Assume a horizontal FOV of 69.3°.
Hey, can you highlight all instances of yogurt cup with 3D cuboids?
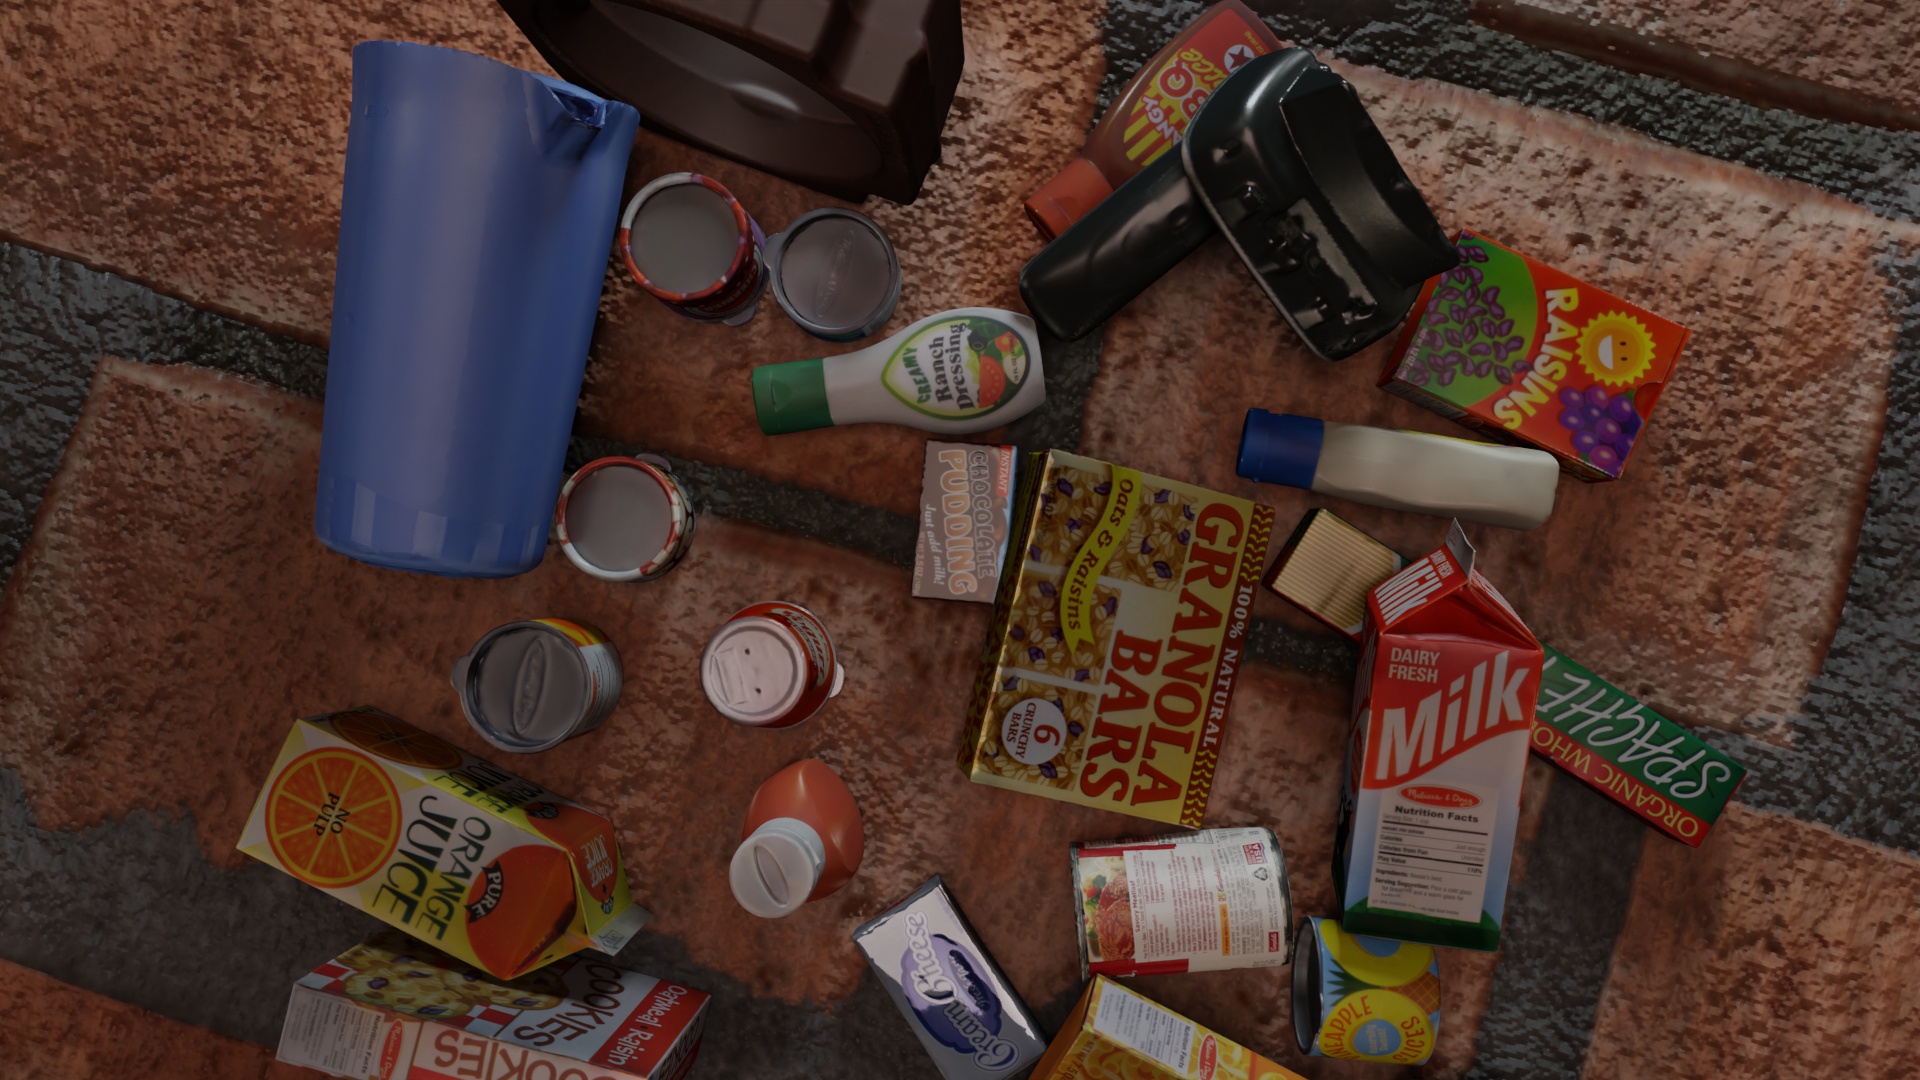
[{"bbox_3d":[-0.100,0.065,0.709,0.072,0.054,0.072,0,88,4],"label":"yogurt cup"}]

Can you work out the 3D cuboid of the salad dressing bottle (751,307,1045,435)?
[{"bbox_3d":[-0.032,-0.082,0.716,0.148,0.044,0.064,-9,89,3],"label":"salad dressing bottle"}]

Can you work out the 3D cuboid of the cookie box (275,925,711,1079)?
[{"bbox_3d":[-0.217,0.235,0.674,0.167,0.123,0.040,14,90,3],"label":"cookie box"}]

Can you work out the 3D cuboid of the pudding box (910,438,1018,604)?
[{"bbox_3d":[0.003,-0.009,0.719,0.050,0.030,0.083,6,88,2],"label":"pudding box"}]

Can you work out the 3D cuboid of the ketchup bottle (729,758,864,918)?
[{"bbox_3d":[-0.077,0.143,0.658,0.043,0.149,0.064,-26,87,1],"label":"ketchup bottle"}]

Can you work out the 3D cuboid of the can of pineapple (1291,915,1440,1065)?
[{"bbox_3d":[0.198,0.222,0.682,0.058,0.071,0.071,4,88,3],"label":"can of pineapple"}]

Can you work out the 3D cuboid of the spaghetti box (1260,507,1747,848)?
[{"bbox_3d":[0.274,0.068,0.704,0.250,0.028,0.050,32,91,4],"label":"spaghetti box"}]

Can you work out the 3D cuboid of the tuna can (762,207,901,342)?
[{"bbox_3d":[-0.067,-0.138,0.726,0.071,0.033,0.071,0,88,3],"label":"tuna can"}]

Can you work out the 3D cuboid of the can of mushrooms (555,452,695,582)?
[{"bbox_3d":[-0.175,-0.013,0.726,0.071,0.033,0.071,0,88,4],"label":"can of mushrooms"}]

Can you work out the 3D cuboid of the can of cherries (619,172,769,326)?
[{"bbox_3d":[-0.134,-0.148,0.717,0.071,0.058,0.071,0,88,3],"label":"can of cherries"}]

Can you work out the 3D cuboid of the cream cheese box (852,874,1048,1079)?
[{"bbox_3d":[-0.005,0.230,0.713,0.053,0.024,0.104,-34,87,2],"label":"cream cheese box"}]

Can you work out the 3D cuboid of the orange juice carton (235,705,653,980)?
[{"bbox_3d":[-0.250,0.158,0.704,0.193,0.072,0.073,25,90,4],"label":"orange juice carton"}]

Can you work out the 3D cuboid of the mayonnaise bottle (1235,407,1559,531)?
[{"bbox_3d":[0.215,-0.037,0.695,0.148,0.065,0.041,11,91,7],"label":"mayonnaise bottle"}]

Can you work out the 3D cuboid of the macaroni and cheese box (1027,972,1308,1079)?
[{"bbox_3d":[0.113,0.298,0.671,0.166,0.040,0.123,26,120,4],"label":"macaroni and cheese box"}]

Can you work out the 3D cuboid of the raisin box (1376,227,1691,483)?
[{"bbox_3d":[0.289,-0.093,0.704,0.123,0.040,0.086,26,89,3],"label":"raisin box"}]

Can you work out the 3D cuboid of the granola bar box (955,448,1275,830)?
[{"bbox_3d":[0.077,0.049,0.695,0.124,0.039,0.165,14,89,-12],"label":"granola bar box"}]

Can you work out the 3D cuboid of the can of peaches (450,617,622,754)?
[{"bbox_3d":[-0.215,0.072,0.713,0.071,0.058,0.071,0,89,3],"label":"can of peaches"}]

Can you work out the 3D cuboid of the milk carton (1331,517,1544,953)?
[{"bbox_3d":[0.225,0.089,0.659,0.073,0.072,0.190,6,104,10],"label":"milk carton"}]

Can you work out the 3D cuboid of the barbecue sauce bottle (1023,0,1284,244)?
[{"bbox_3d":[0.100,-0.207,0.715,0.148,0.044,0.065,-40,94,1],"label":"barbecue sauce bottle"}]
